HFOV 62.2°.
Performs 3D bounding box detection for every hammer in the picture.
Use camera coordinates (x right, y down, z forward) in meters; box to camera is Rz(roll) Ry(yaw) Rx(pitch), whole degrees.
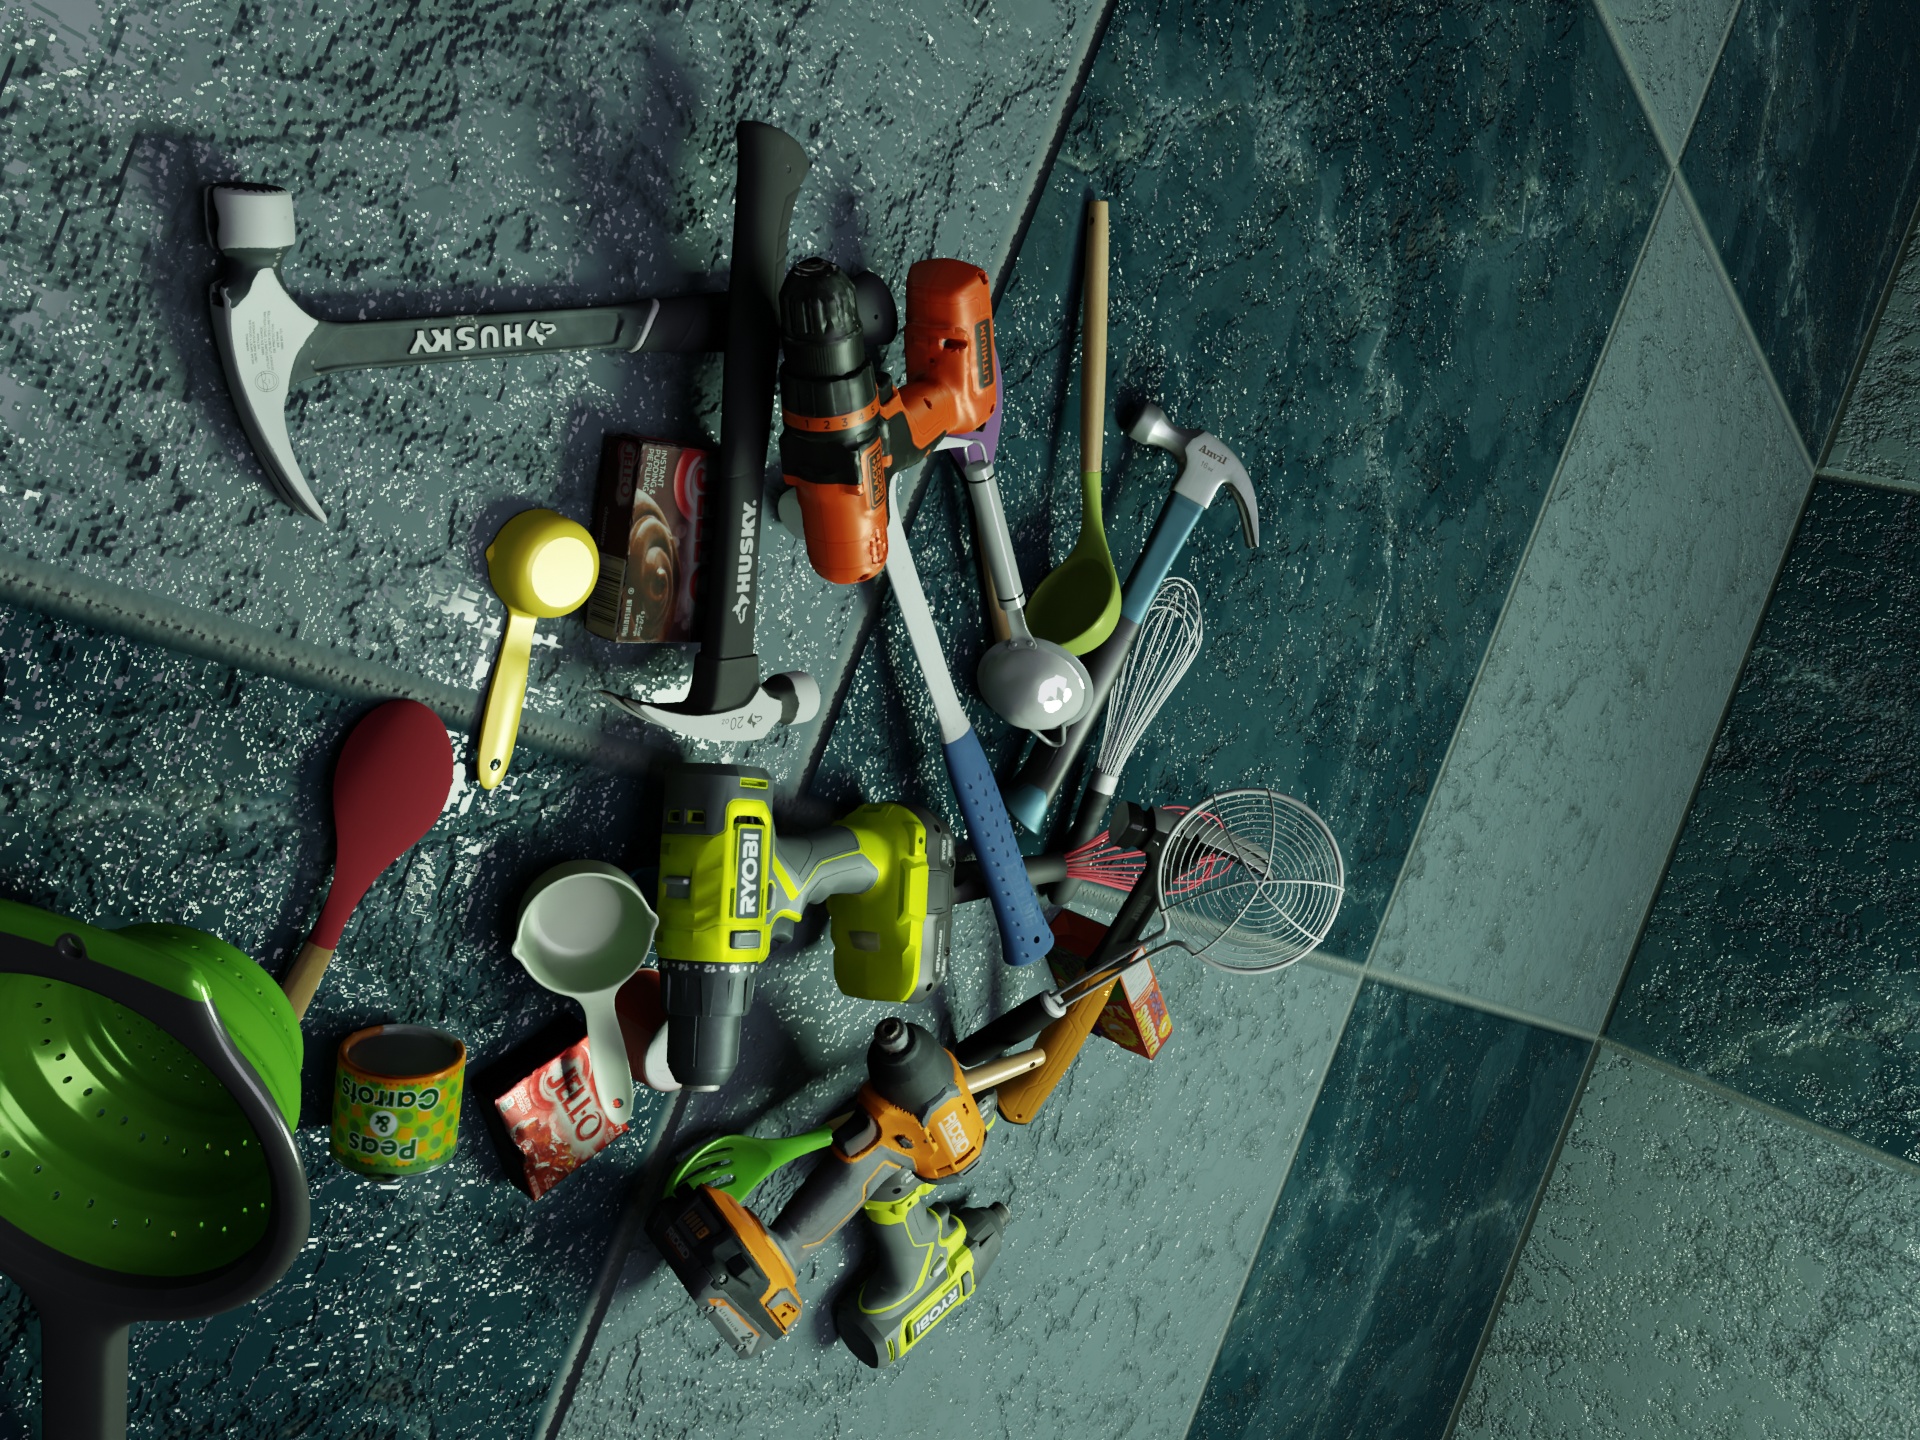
[{"bbox_3d":[0.113,0.206,1.248,0.127,0.034,0.336,18,124,-13],"label":"hammer"},{"bbox_3d":[-0.183,-0.201,0.836,0.409,0.036,0.149,-18,120,-44],"label":"hammer"},{"bbox_3d":[0.118,-0.067,1.213,0.331,0.128,0.033,-62,-174,2],"label":"hammer"},{"bbox_3d":[-0.002,-0.003,1.091,0.144,0.035,0.405,-39,124,-33],"label":"hammer"},{"bbox_3d":[-0.122,-0.150,0.869,0.146,0.035,0.334,-12,113,-52],"label":"hammer"}]

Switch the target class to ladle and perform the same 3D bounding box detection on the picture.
[{"bbox_3d":[-0.340,0.137,0.811,0.069,0.031,0.315,30,84,-51],"label":"ladle"},{"bbox_3d":[0.085,-0.204,1.134,0.062,0.078,0.320,-10,107,-40],"label":"ladle"}]

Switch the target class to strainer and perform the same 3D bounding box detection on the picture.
[{"bbox_3d":[0.035,-0.077,1.114,0.050,0.087,0.258,-61,142,-53],"label":"strainer"}]

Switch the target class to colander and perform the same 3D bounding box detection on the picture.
[{"bbox_3d":[-0.385,0.226,0.742,0.095,0.204,0.396,-70,178,-61],"label":"colander"}]

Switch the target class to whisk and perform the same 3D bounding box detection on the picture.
[{"bbox_3d":[0.093,0.111,1.235,0.295,0.073,0.073,-6,112,-29],"label":"whisk"},{"bbox_3d":[0.125,0.019,1.280,0.070,0.070,0.284,11,103,-51],"label":"whisk"}]

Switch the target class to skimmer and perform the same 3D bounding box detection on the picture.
[{"bbox_3d":[0.121,0.173,1.175,0.127,0.363,0.090,53,41,3],"label":"skimmer"}]

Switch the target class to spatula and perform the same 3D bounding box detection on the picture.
[{"bbox_3d":[0.022,-0.133,1.118,0.060,0.018,0.315,-32,128,-31],"label":"spatula"}]

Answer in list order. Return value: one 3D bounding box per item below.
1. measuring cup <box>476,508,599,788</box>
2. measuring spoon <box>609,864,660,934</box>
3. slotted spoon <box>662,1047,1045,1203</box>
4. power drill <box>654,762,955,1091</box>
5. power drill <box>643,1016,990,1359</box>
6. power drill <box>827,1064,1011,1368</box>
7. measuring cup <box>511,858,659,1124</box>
[{"bbox_3d":[-0.232,-0.035,0.855,0.062,0.029,0.156,7,99,-50],"label":"measuring cup"},{"bbox_3d":[-0.176,0.080,0.988,0.129,0.021,0.042,-53,134,-33],"label":"measuring spoon"},{"bbox_3d":[-0.071,0.288,1.135,0.313,0.031,0.070,-14,120,-29],"label":"slotted spoon"},{"bbox_3d":[-0.102,0.129,1.006,0.228,0.080,0.190,9,82,-54],"label":"power drill"},{"bbox_3d":[-0.090,0.297,1.051,0.226,0.084,0.164,-36,137,-18],"label":"power drill"},{"bbox_3d":[-0.027,0.378,1.246,0.171,0.080,0.223,-32,132,-37],"label":"power drill"},{"bbox_3d":[-0.214,0.158,0.933,0.083,0.038,0.167,-11,112,-16],"label":"measuring cup"}]
